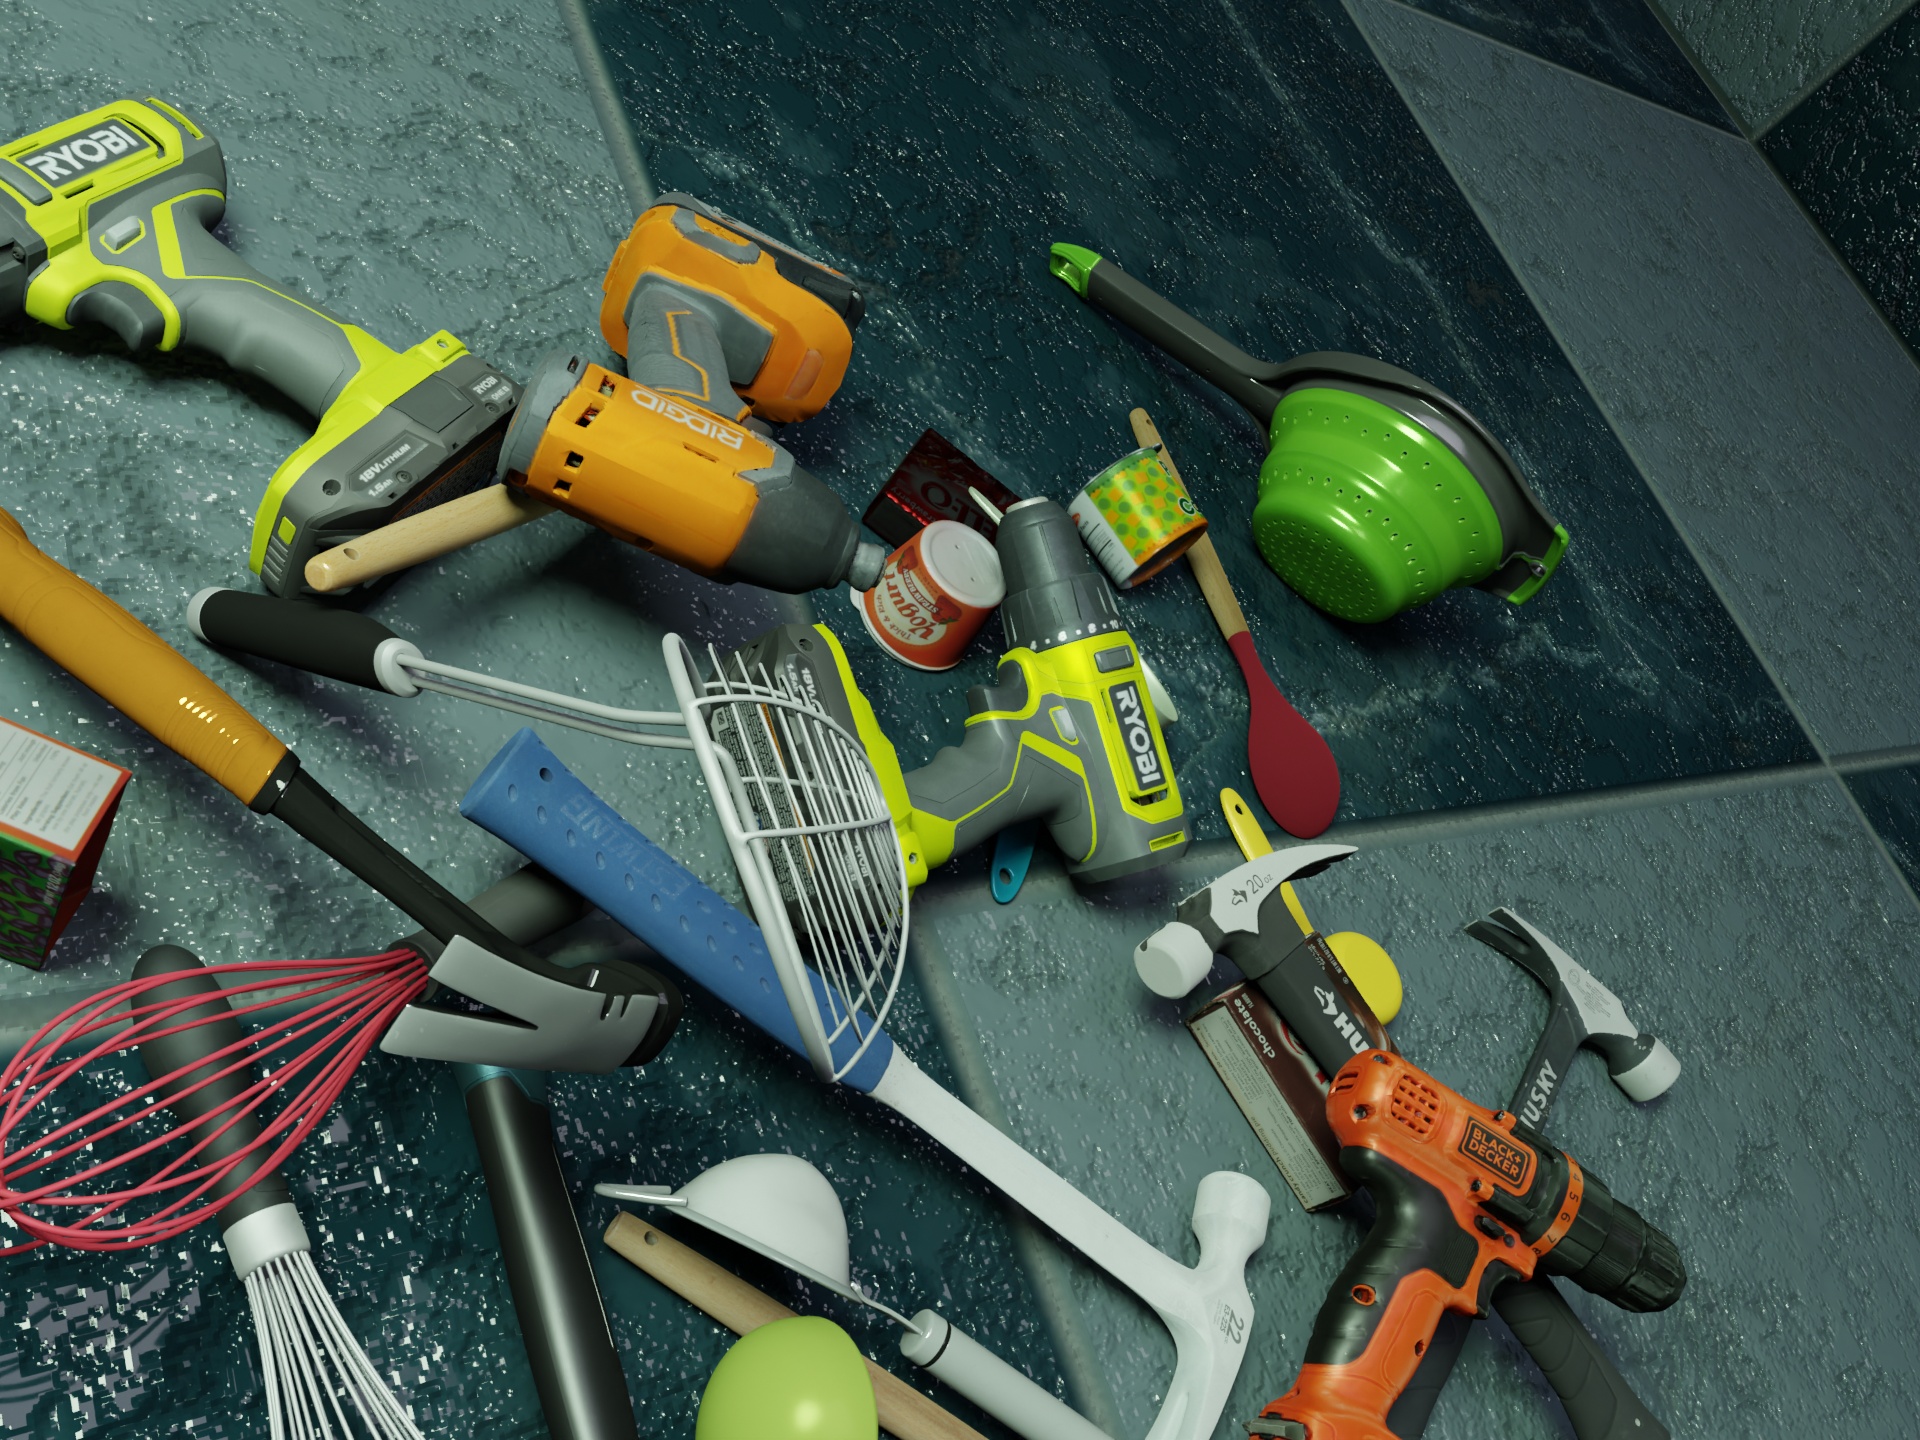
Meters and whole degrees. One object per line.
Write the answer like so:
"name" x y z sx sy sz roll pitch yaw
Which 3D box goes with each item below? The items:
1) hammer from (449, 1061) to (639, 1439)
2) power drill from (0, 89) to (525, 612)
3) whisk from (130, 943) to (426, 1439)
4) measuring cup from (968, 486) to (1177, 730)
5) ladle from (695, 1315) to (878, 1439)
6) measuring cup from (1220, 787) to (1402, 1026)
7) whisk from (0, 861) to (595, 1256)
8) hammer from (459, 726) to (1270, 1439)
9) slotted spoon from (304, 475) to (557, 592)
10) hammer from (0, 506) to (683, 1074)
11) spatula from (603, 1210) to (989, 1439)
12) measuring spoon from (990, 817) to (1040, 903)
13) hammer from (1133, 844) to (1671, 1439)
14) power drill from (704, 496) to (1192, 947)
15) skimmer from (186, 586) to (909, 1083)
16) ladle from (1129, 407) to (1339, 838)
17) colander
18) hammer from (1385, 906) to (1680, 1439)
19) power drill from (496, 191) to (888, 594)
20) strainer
"hammer" -0.110 0.248 0.504 0.033 0.128 0.331 -25 62 0
"power drill" -0.310 -0.151 0.651 0.223 0.080 0.171 36 43 -4
"whisk" -0.203 0.191 0.493 0.070 0.070 0.285 -12 62 -42
"measuring cup" 0.050 -0.053 0.856 0.167 0.038 0.083 48 15 -5
"ladle" 0.012 0.348 0.540 0.320 0.078 0.062 56 37 1
"measuring cup" 0.192 0.100 0.877 0.062 0.029 0.157 -15 71 -43
"whisk" -0.196 0.090 0.529 0.073 0.073 0.296 50 25 4
"hammer" -0.026 0.148 0.632 0.405 0.035 0.144 41 43 -18
"slotted spoon" -0.177 -0.105 0.702 0.070 0.031 0.314 43 28 1
"hammer" -0.241 0.006 0.510 0.337 0.034 0.127 32 -3 20
"spatula" -0.003 0.278 0.605 0.315 0.018 0.060 37 39 -10
"measuring spoon" 0.029 0.039 0.814 0.042 0.021 0.129 32 54 -22
"hammer" 0.226 0.209 0.765 0.146 0.035 0.335 -30 82 -41
"power drill" -0.001 -0.002 0.739 0.228 0.080 0.190 -14 86 -39
"skimmer" -0.161 0.010 0.506 0.090 0.363 0.127 -48 138 -36
"ladle" 0.164 -0.072 0.990 0.069 0.031 0.316 2 56 -36
"colander" 0.193 -0.178 1.041 0.397 0.204 0.094 38 76 14
"hammer" 0.273 0.247 0.828 0.149 0.036 0.409 47 43 3
"power drill" -0.104 -0.144 0.726 0.164 0.084 0.227 24 35 -15
"strainer" -0.019 0.224 0.593 0.258 0.087 0.050 40 69 -15
